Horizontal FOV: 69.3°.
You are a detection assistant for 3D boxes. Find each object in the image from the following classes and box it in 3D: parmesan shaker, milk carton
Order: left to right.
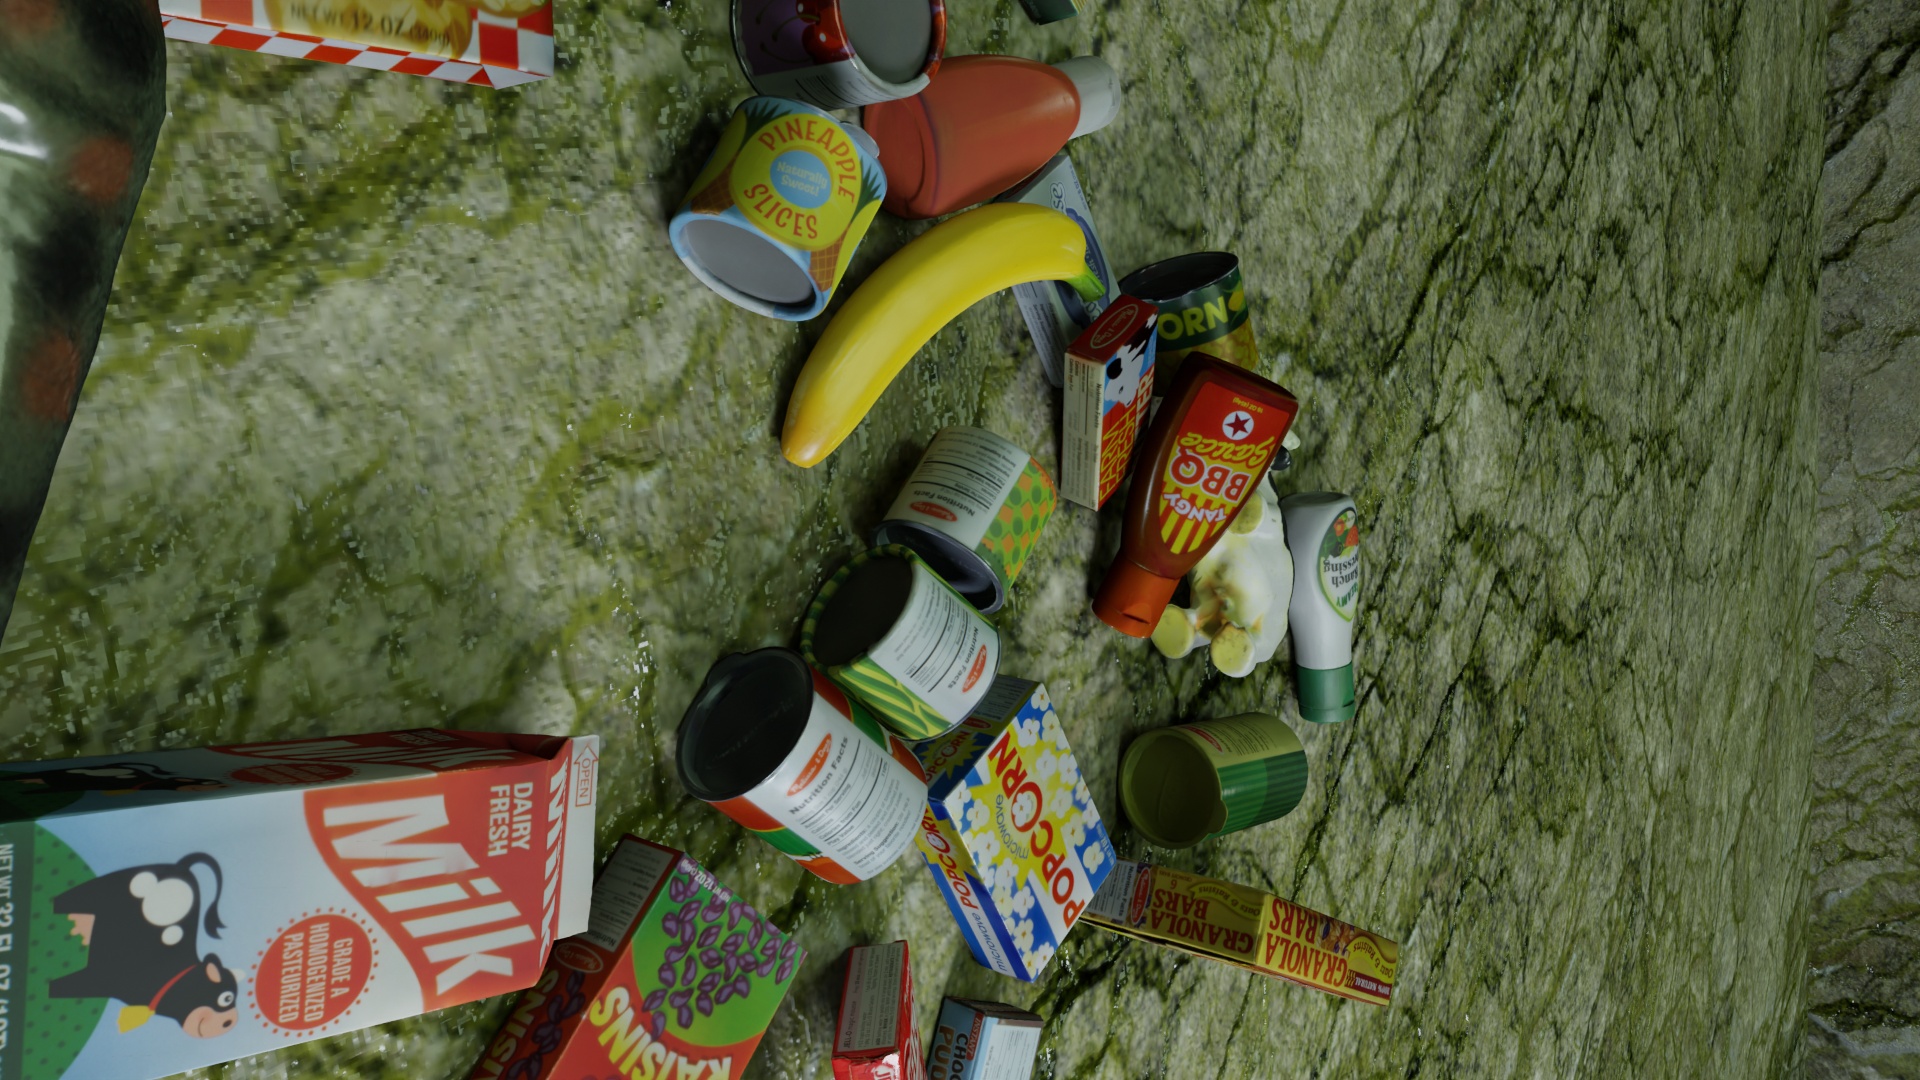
[{"bbox_3d":[-0.190,0.099,0.410,0.191,0.073,0.072,3,91,-49],"label":"milk carton"},{"bbox_3d":[0.149,0.137,0.795,0.103,0.071,0.071,1,93,-49],"label":"parmesan shaker"}]

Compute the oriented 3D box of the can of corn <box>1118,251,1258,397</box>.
[{"bbox_3d":[0.122,-0.115,0.745,0.071,0.071,0.058,-40,122,-39],"label":"can of corn"}]

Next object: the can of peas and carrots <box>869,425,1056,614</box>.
[{"bbox_3d":[0.002,-0.008,0.623,0.070,0.071,0.059,53,55,-37],"label":"can of peas and carrots"}]

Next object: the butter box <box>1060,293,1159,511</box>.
[{"bbox_3d":[0.074,-0.068,0.698,0.053,0.024,0.103,-46,151,-32],"label":"butter box"}]

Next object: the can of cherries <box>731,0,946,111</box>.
[{"bbox_3d":[-0.047,-0.209,0.554,0.072,0.058,0.071,-7,99,-48],"label":"can of cherries"}]

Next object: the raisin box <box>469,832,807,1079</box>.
[{"bbox_3d":[-0.122,0.186,0.519,0.086,0.040,0.124,53,55,-38],"label":"raisin box"}]

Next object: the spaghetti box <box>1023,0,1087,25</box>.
[{"bbox_3d":[-0.006,-0.344,0.612,0.249,0.028,0.050,48,58,-39],"label":"spaghetti box"}]

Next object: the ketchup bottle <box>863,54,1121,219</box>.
[{"bbox_3d":[0.020,-0.195,0.642,0.149,0.043,0.064,-31,124,-43],"label":"ketchup bottle"}]

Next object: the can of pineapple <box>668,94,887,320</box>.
[{"bbox_3d":[-0.069,-0.126,0.529,0.071,0.071,0.058,43,62,-41],"label":"can of pineapple"}]

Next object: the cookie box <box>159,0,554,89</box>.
[{"bbox_3d":[-0.187,-0.229,0.410,0.123,0.040,0.167,-8,101,-47],"label":"cookie box"}]

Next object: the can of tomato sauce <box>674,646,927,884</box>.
[{"bbox_3d":[-0.063,0.091,0.559,0.083,0.071,0.071,47,60,-40],"label":"can of tomato sauce"}]

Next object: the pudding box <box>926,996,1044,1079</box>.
[{"bbox_3d":[0.007,0.270,0.678,0.049,0.030,0.084,26,74,-47],"label":"pudding box"}]

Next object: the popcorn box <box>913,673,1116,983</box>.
[{"bbox_3d":[0.024,0.140,0.679,0.085,0.038,0.126,-45,125,-35],"label":"popcorn box"}]

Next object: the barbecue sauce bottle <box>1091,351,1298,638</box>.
[{"bbox_3d":[0.115,-0.021,0.724,0.065,0.044,0.148,20,108,-15],"label":"barbecue sauce bottle"}]

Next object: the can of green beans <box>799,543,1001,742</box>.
[{"bbox_3d":[-0.026,0.043,0.591,0.057,0.071,0.071,43,62,-35],"label":"can of green beans"}]

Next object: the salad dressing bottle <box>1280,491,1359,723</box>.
[{"bbox_3d":[0.235,0.044,0.904,0.064,0.044,0.147,-18,107,-45],"label":"salad dressing bottle"}]

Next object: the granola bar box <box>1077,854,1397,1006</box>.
[{"bbox_3d":[0.148,0.213,0.760,0.165,0.124,0.039,30,70,-45],"label":"granola bar box"}]

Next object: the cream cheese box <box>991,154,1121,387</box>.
[{"bbox_3d":[0.050,-0.133,0.696,0.053,0.024,0.103,-48,126,-33],"label":"cream cheese box"}]
